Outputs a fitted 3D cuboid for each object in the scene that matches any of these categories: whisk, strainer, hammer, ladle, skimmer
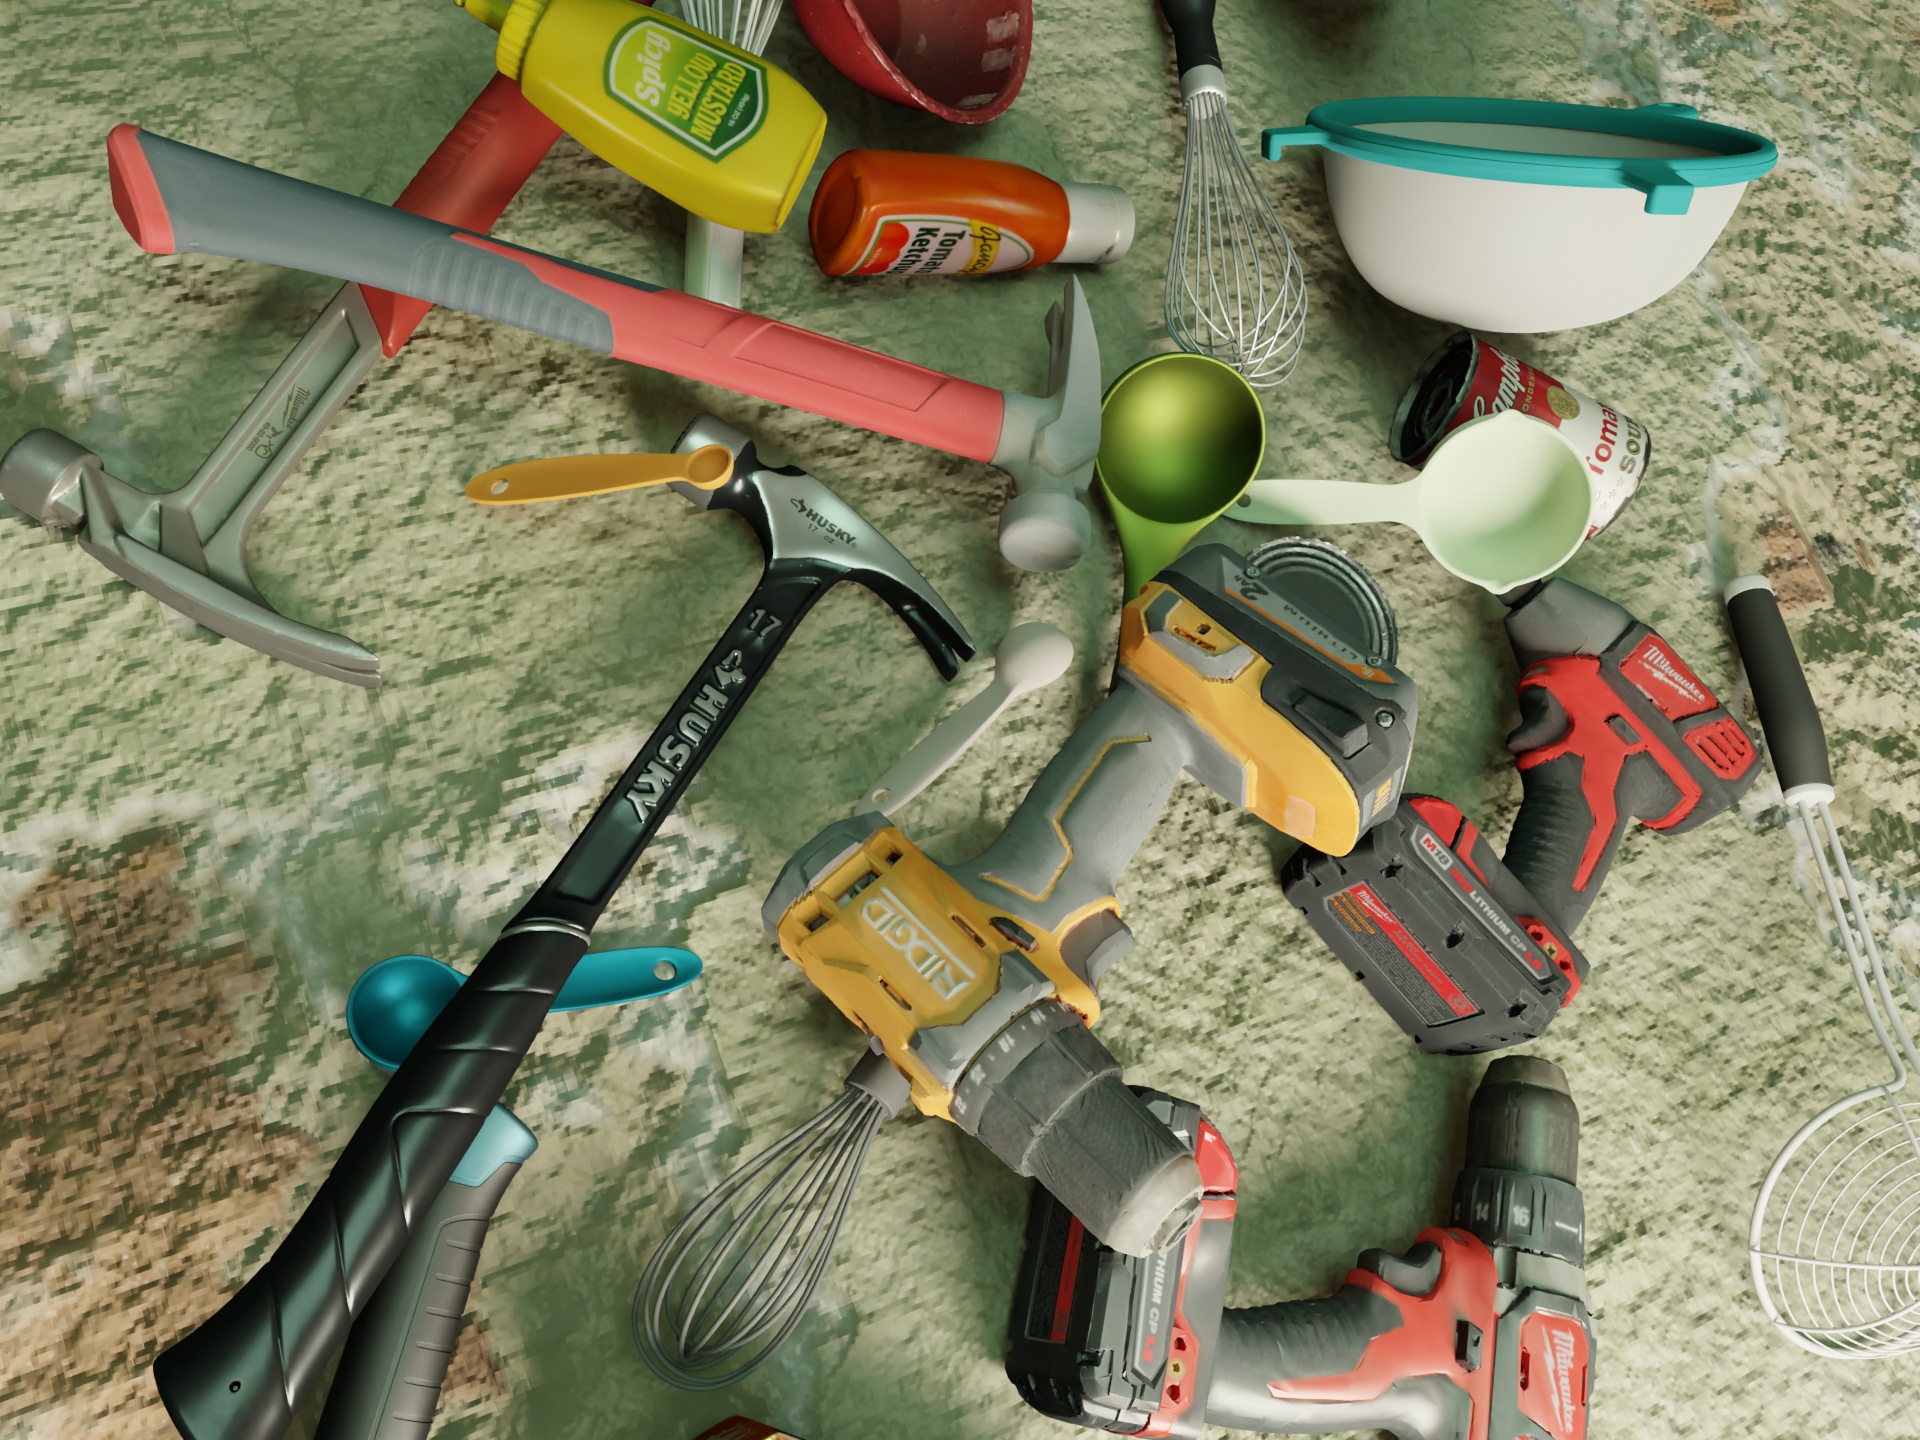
[{"bbox_3d":[0.125,-0.284,0.784,0.070,0.070,0.285,4,65,-17],"label":"whisk"},{"bbox_3d":[0.306,-0.260,0.810,0.211,0.095,0.340,21,32,32],"label":"strainer"},{"bbox_3d":[-0.124,-0.170,0.634,0.386,0.038,0.143,14,60,-17],"label":"hammer"},{"bbox_3d":[-0.036,0.139,0.592,0.055,0.055,0.239,40,60,-2],"label":"whisk"},{"bbox_3d":[-0.200,0.278,0.496,0.128,0.033,0.331,18,67,-13],"label":"hammer"},{"bbox_3d":[-0.106,-0.273,0.710,0.057,0.059,0.246,15,69,-43],"label":"whisk"},{"bbox_3d":[-0.132,0.065,0.565,0.149,0.036,0.409,33,59,-5],"label":"hammer"},{"bbox_3d":[0.073,-0.011,0.671,0.078,0.062,0.320,14,71,-6],"label":"ladle"},{"bbox_3d":[0.397,0.103,0.751,0.127,0.090,0.364,6,60,-13],"label":"skimmer"},{"bbox_3d":[-0.212,-0.190,0.651,0.149,0.036,0.359,29,66,-6],"label":"hammer"}]

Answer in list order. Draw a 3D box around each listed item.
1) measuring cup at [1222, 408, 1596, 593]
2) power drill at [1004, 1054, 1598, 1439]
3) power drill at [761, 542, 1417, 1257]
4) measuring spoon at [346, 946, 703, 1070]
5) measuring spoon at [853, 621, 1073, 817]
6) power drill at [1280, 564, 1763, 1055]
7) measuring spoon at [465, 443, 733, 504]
[{"bbox_3d":[0.202,-0.104,0.734,0.167,0.038,0.083,3,109,16],"label":"measuring cup"},{"bbox_3d":[0.145,0.202,0.611,0.226,0.080,0.188,19,67,-14],"label":"power drill"},{"bbox_3d":[0.067,0.060,0.571,0.226,0.084,0.185,-40,61,-16],"label":"power drill"},{"bbox_3d":[-0.157,0.102,0.582,0.128,0.021,0.042,-5,62,-29],"label":"measuring spoon"},{"bbox_3d":[-0.001,-0.002,0.657,0.124,0.034,0.018,-43,133,-22],"label":"measuring spoon"},{"bbox_3d":[0.250,0.031,0.704,0.220,0.078,0.143,-40,87,-28],"label":"power drill"},{"bbox_3d":[-0.142,-0.094,0.626,0.117,0.011,0.021,-3,59,16],"label":"measuring spoon"}]
